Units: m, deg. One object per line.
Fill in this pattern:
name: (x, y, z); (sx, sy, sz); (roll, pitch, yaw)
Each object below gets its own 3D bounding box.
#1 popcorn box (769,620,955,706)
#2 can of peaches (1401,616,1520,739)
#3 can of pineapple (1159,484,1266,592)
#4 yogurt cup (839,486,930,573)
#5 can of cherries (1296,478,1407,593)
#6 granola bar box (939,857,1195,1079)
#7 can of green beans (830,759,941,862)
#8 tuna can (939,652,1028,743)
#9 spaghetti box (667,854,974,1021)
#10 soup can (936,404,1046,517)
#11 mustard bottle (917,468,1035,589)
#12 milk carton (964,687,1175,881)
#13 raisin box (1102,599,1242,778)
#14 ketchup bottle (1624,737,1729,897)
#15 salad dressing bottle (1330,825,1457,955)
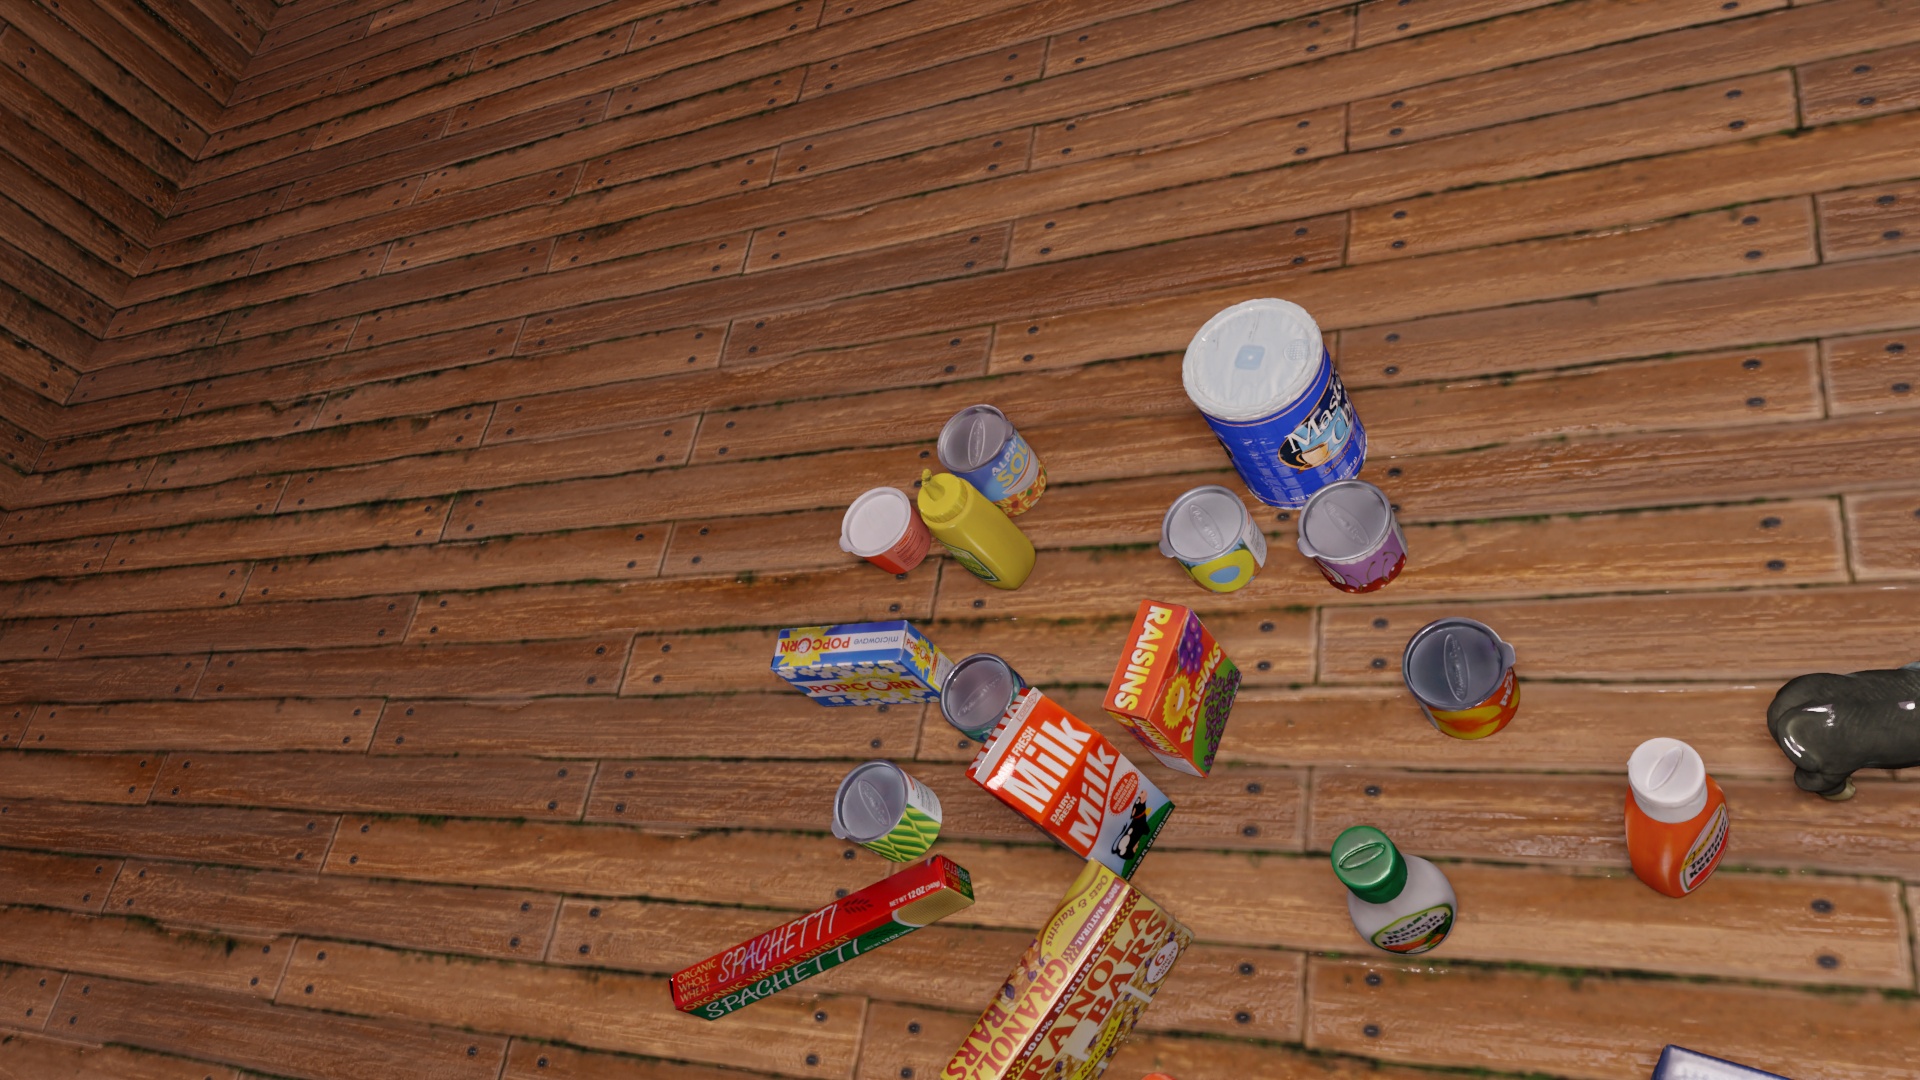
popcorn box: (-0.080, 0.103, 1.145); (0.126, 0.085, 0.038); (-6, 60, 28)
can of peaches: (0.336, 0.092, 0.922); (0.071, 0.058, 0.071); (-15, 56, 23)
can of pineapple: (0.193, 0.000, 1.064); (0.071, 0.057, 0.071); (-15, 56, 23)
yogurt cup: (-0.062, -0.006, 1.222); (0.072, 0.054, 0.073); (-15, 56, 23)
can of cherries: (0.284, -0.001, 1.010); (0.071, 0.058, 0.072); (-15, 56, 23)
granola bar box: (0.075, 0.301, 0.907); (0.039, 0.124, 0.166); (30, 80, 39)
can of green beans: (-0.056, 0.212, 1.083); (0.071, 0.057, 0.071); (-15, 56, 23)
tuna can: (0.021, 0.127, 1.105); (0.071, 0.032, 0.071); (-15, 56, 23)
spaghetti box: (-0.108, 0.306, 1.061); (0.250, 0.050, 0.029); (-27, 52, 14)
soup can: (0.031, -0.067, 1.184); (0.071, 0.083, 0.071); (-15, 56, 23)
mustard bottle: (0.004, -0.014, 1.118); (0.065, 0.160, 0.049); (21, 75, 38)
milk carton: (0.070, 0.164, 0.950); (0.073, 0.190, 0.072); (26, 78, 39)
raisin box: (0.152, 0.106, 0.980); (0.040, 0.123, 0.086); (11, 69, 35)
ketchup bottle: (0.403, 0.153, 0.785); (0.043, 0.148, 0.065); (32, 81, 40)
salad dressing bottle: (0.259, 0.211, 0.837); (0.064, 0.147, 0.044); (-29, 52, 13)
